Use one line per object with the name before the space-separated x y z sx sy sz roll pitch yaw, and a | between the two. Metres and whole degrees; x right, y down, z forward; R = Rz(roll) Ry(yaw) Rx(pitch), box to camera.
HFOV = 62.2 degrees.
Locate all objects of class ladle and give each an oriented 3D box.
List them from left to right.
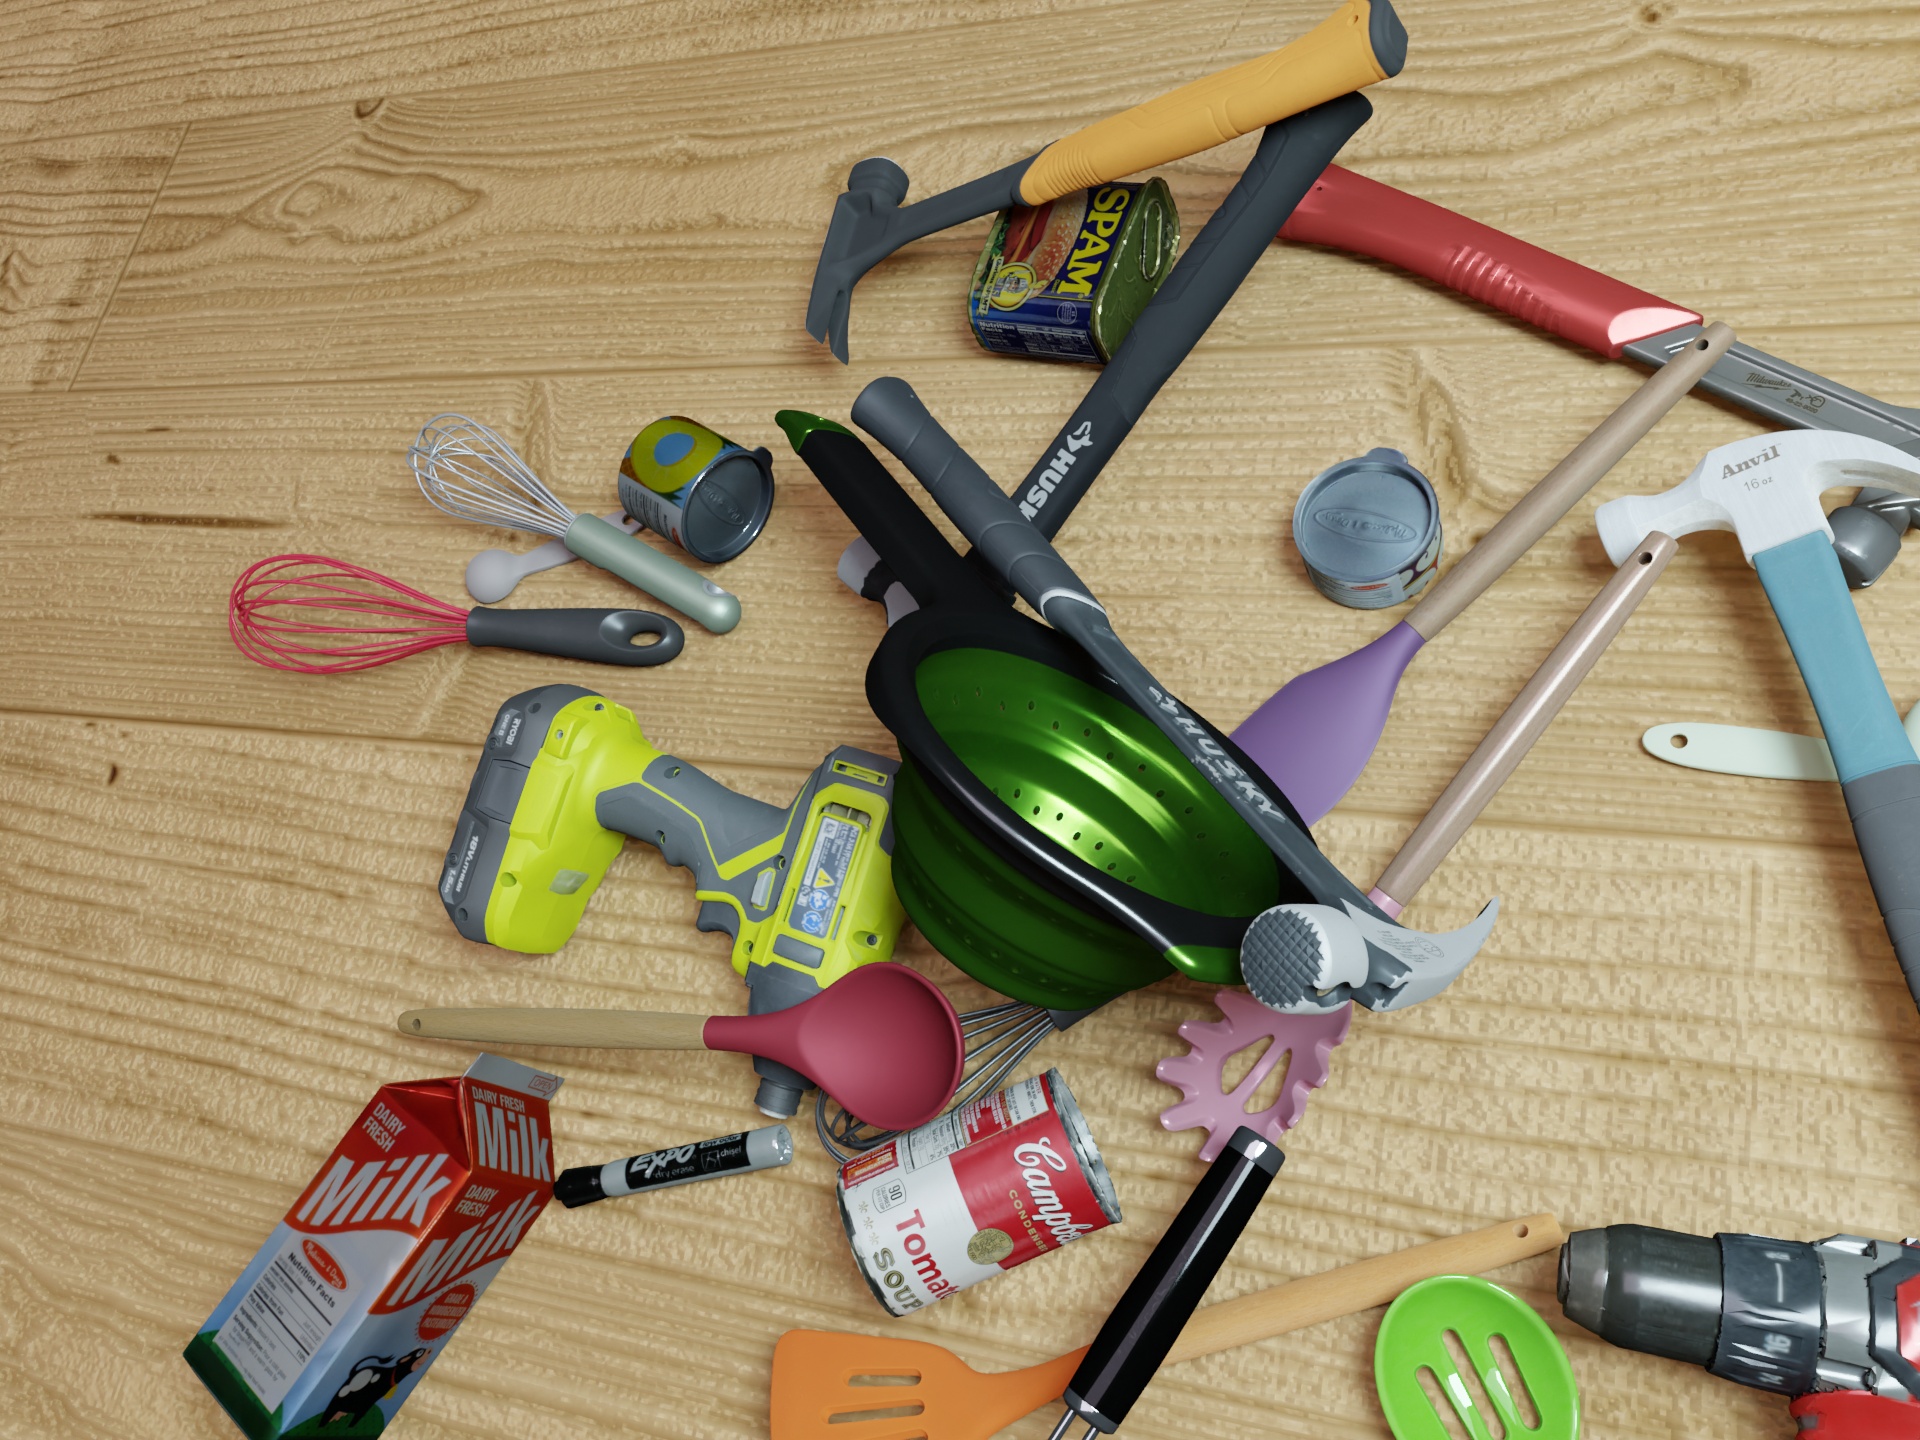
ladle | -0.134 0.141 0.716 0.315 0.031 0.069 -3 83 26

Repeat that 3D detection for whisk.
whisk | -0.293 -0.054 0.910 0.296 0.073 0.073 5 69 16
whisk | -0.222 -0.109 0.902 0.246 0.058 0.059 29 109 21
whisk | 0.039 0.125 0.704 0.239 0.055 0.055 -31 59 1

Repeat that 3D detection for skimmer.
skimmer | 0.014 0.301 0.557 0.127 0.090 0.363 35 78 9

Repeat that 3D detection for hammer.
hammer | 0.059 -0.275 0.794 0.337 0.034 0.127 -8 59 39
hammer | 0.063 -0.034 0.672 0.409 0.149 0.036 52 120 37
hammer | 0.087 -0.162 0.772 0.146 0.035 0.335 40 98 23
hammer | 0.301 -0.203 0.752 0.359 0.036 0.149 36 83 30
hammer | 0.347 0.034 0.593 0.128 0.033 0.331 -24 59 31

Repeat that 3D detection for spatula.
spatula | 0.078 0.245 0.633 0.322 0.041 0.081 -21 42 10
spatula | 0.222 -0.056 0.708 0.316 0.018 0.060 -46 59 7

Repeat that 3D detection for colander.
colander | -0.001 -0.002 0.695 0.398 0.204 0.094 52 122 37

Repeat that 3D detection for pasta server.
pasta server | 0.192 0.050 0.654 0.060 0.040 0.316 39 94 27

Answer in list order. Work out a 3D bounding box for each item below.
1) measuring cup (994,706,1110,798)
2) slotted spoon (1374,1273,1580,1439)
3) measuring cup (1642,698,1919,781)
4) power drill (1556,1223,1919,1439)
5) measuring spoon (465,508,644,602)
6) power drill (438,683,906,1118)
measuring cup | 0.007 0.042 0.769 0.156 0.029 0.062 -31 62 19
slotted spoon | 0.231 0.344 0.538 0.070 0.031 0.314 -25 62 6
measuring cup | 0.361 0.011 0.629 0.168 0.038 0.083 6 70 23
power drill | 0.285 0.277 0.507 0.188 0.080 0.227 6 62 18
measuring spoon | -0.237 -0.103 0.929 0.124 0.018 0.034 -20 61 11
power drill | -0.134 0.079 0.770 0.223 0.080 0.171 16 84 23
